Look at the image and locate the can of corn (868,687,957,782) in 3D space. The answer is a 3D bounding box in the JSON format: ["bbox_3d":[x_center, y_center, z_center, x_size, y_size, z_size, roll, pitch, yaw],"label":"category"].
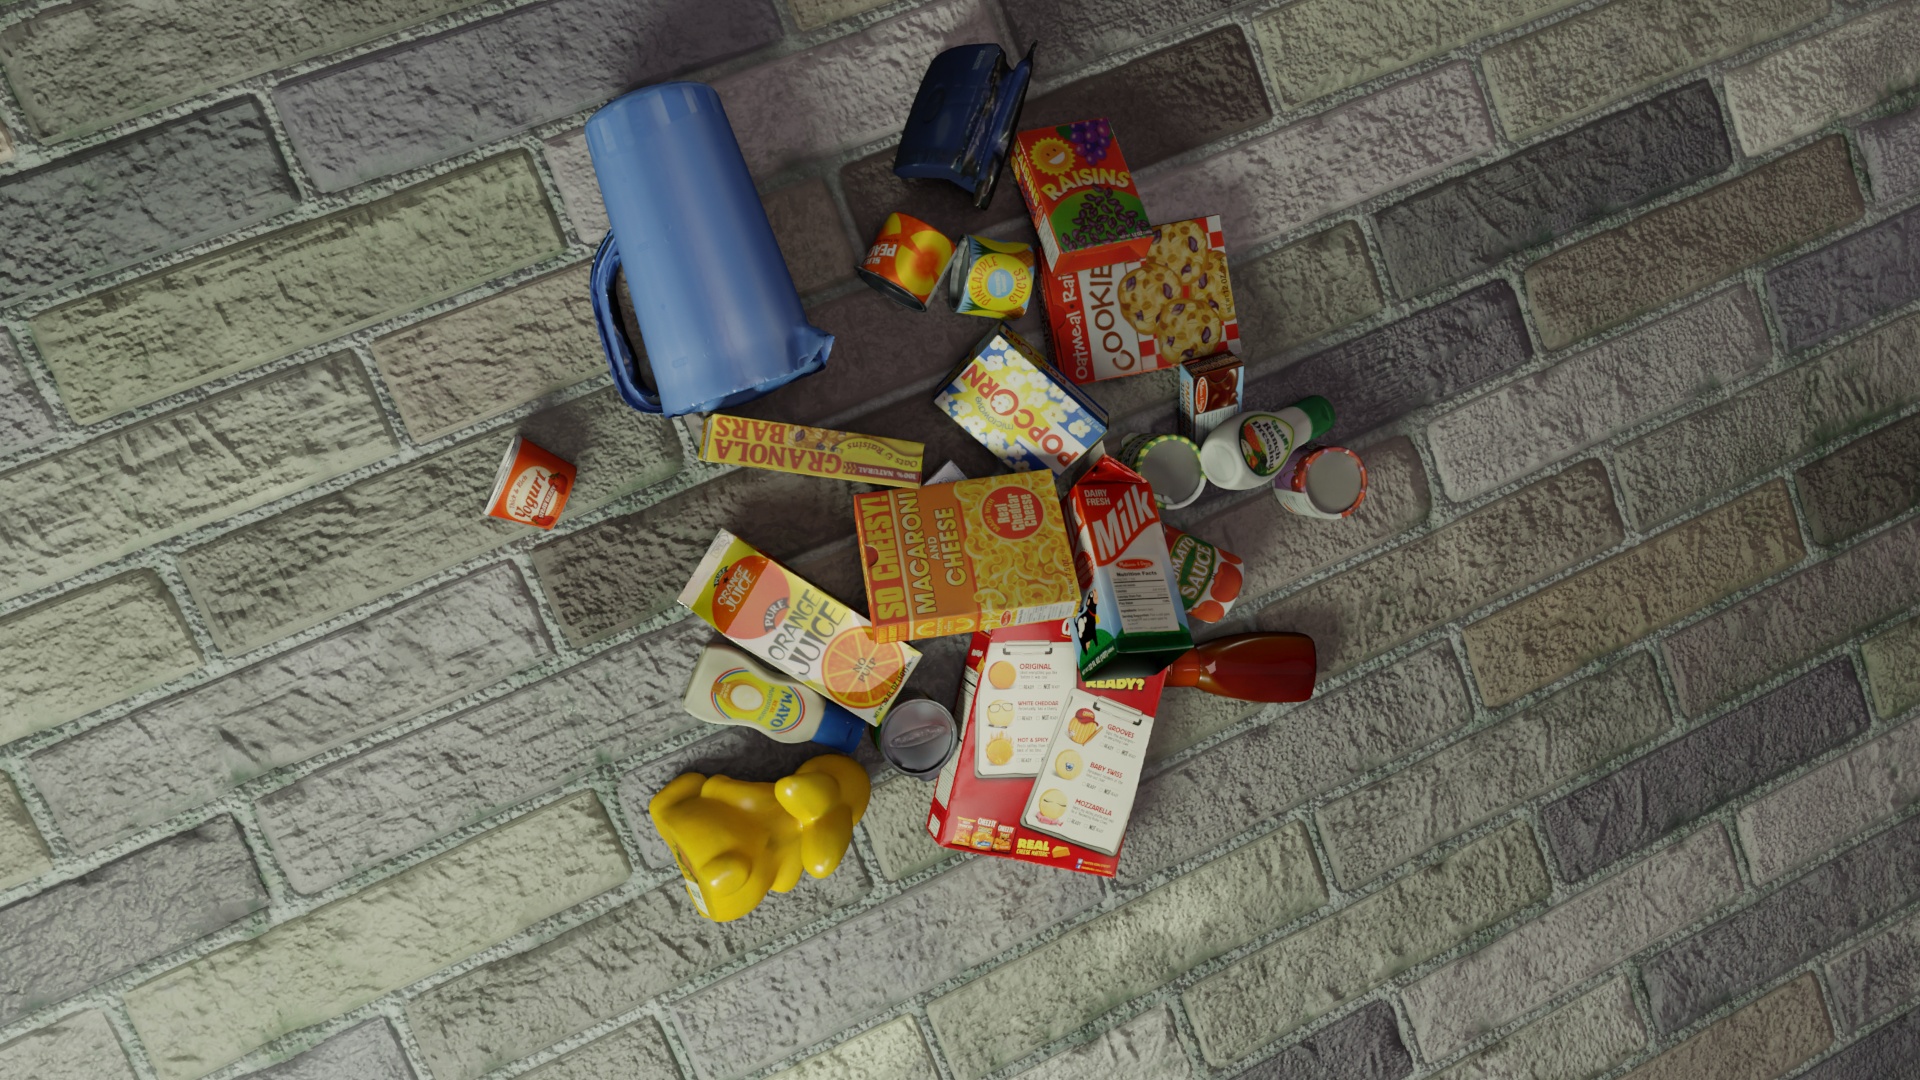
[{"bbox_3d":[-0.041,0.164,1.179,0.071,0.058,0.071,-1,94,-13],"label":"can of corn"}]

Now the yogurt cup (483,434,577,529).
[{"bbox_3d":[-0.338,-0.043,1.094,0.054,0.072,0.072,23,89,-22],"label":"yogurt cup"}]

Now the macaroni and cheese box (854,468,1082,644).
[{"bbox_3d":[0.004,0.011,1.131,0.167,0.040,0.124,-8,62,-7],"label":"macaroni and cheese box"}]

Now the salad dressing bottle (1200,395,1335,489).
[{"bbox_3d":[0.271,-0.090,1.213,0.148,0.044,0.064,-26,94,-37],"label":"salad dressing bottle"}]

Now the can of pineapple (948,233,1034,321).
[{"bbox_3d":[0.026,-0.219,1.163,0.058,0.071,0.071,6,93,-14],"label":"can of pineapple"}]

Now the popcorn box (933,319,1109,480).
[{"bbox_3d":[0.052,-0.112,1.174,0.126,0.038,0.085,40,116,-13],"label":"popcorn box"}]

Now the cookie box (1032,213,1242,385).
[{"bbox_3d":[0.153,-0.208,1.208,0.168,0.040,0.122,-12,97,-12],"label":"cookie box"}]

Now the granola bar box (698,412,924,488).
[{"bbox_3d":[-0.121,-0.072,1.110,0.166,0.124,0.039,7,92,-14],"label":"granola bar box"}]

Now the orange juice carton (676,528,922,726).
[{"bbox_3d":[-0.133,0.070,1.144,0.192,0.073,0.072,33,87,-13],"label":"orange juice carton"}]

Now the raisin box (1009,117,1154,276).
[{"bbox_3d":[0.101,-0.289,1.166,0.086,0.040,0.123,-14,71,-12],"label":"raisin box"}]

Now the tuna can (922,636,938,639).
[{"bbox_3d":[-0.032,0.048,1.186,0.071,0.033,0.071,-1,95,-13],"label":"tuna can"}]

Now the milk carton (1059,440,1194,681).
[{"bbox_3d":[0.126,0.015,1.160,0.073,0.072,0.191,-2,66,-22],"label":"milk carton"}]

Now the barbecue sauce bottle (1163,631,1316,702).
[{"bbox_3d":[0.244,0.114,1.250,0.149,0.043,0.065,1,94,-13],"label":"barbecue sauce bottle"}]

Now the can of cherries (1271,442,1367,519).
[{"bbox_3d":[0.324,-0.056,1.249,0.071,0.058,0.071,-1,95,-13],"label":"can of cherries"}]

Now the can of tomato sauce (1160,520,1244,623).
[{"bbox_3d":[0.197,0.028,1.219,0.083,0.071,0.071,23,89,-14],"label":"can of tomato sauce"}]

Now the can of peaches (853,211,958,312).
[{"bbox_3d":[-0.045,-0.231,1.146,0.071,0.071,0.058,30,87,-13],"label":"can of peaches"}]

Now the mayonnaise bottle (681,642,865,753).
[{"bbox_3d":[-0.153,0.137,1.160,0.148,0.041,0.065,22,88,-13],"label":"mayonnaise bottle"}]

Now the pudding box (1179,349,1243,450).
[{"bbox_3d":[0.220,-0.121,1.216,0.050,0.030,0.083,-15,130,-11],"label":"pudding box"}]

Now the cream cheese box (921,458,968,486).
[{"bbox_3d":[0.004,-0.015,1.195,0.053,0.024,0.103,-43,102,-6],"label":"cream cheese box"}]

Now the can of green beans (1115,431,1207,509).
[{"bbox_3d":[0.174,-0.061,1.214,0.071,0.058,0.071,-1,94,-13],"label":"can of green beans"}]
